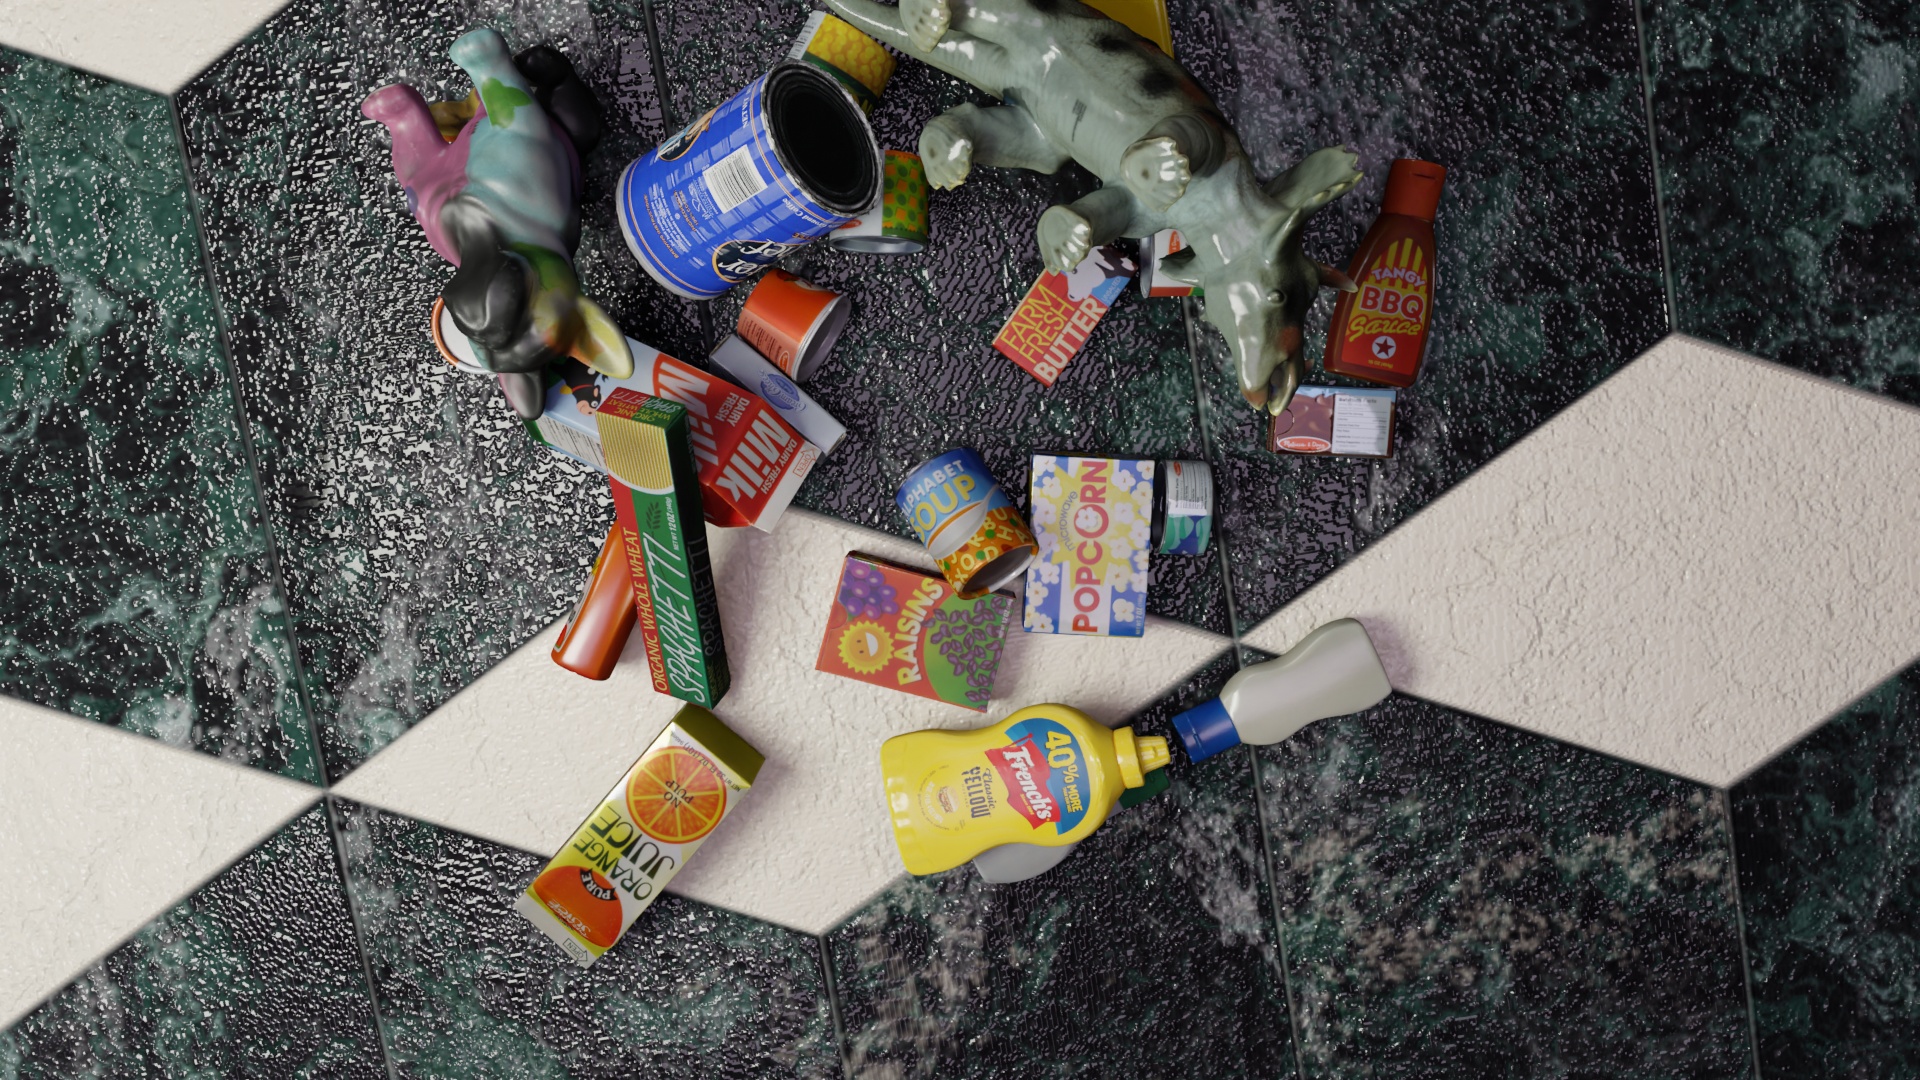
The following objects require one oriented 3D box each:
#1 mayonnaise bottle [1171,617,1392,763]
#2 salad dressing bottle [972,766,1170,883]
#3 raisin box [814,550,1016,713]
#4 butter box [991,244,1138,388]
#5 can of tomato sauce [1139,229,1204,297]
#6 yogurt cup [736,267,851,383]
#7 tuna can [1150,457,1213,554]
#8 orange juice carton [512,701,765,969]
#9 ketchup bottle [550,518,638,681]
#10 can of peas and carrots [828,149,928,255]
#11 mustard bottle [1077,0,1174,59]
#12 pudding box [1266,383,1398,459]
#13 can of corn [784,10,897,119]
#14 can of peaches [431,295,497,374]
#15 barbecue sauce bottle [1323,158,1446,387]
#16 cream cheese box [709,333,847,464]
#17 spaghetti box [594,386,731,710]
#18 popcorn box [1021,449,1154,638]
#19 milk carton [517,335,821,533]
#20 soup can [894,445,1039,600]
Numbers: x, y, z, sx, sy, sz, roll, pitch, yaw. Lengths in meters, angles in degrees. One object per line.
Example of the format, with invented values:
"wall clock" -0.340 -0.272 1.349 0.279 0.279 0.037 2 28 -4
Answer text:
"mayonnaise bottle" 0.223 0.110 0.980 0.148 0.041 0.064 -25 94 4
"salad dressing bottle" 0.076 0.192 0.987 0.148 0.044 0.064 -26 88 2
"raisin box" -0.031 0.064 0.975 0.123 0.040 0.086 15 97 -1
"butter box" 0.071 -0.161 0.958 0.053 0.024 0.103 36 95 -3
"can of tomato sauce" 0.165 -0.198 0.934 0.083 0.071 0.071 -1 97 0
"yogurt cup" -0.114 -0.148 0.940 0.054 0.072 0.072 32 96 5
"tuna can" 0.151 -0.022 0.954 0.033 0.071 0.071 3 97 -1
"orange juice carton" -0.228 0.210 0.974 0.072 0.073 0.192 41 95 -4
"ketchup bottle" -0.232 0.022 0.961 0.043 0.065 0.149 26 87 -11
"can of peas and carrots" -0.053 -0.225 0.930 0.071 0.071 0.058 2 93 0
"mustard bottle" 0.108 -0.353 0.924 0.065 0.049 0.160 -4 96 4
"pudding box" 0.257 -0.083 0.963 0.084 0.030 0.049 2 98 0
"can of corn" -0.081 -0.307 0.921 0.071 0.071 0.058 30 96 -3
"can of peaches" -0.317 -0.148 0.942 0.071 0.058 0.071 0 97 0
"barbecue sauce bottle" 0.294 -0.182 0.945 0.065 0.044 0.148 12 96 0
"cream cheese box" -0.125 -0.095 0.949 0.104 0.053 0.024 40 80 -4
"spaghetti box" -0.189 0.014 0.902 0.050 0.029 0.248 15 133 17
"popcorn box" 0.088 0.002 0.968 0.085 0.038 0.126 3 96 1
"milk carton" -0.192 -0.072 0.918 0.191 0.073 0.072 25 69 7
"soup can" 0.003 -0.012 0.936 0.071 0.071 0.084 -35 70 4
